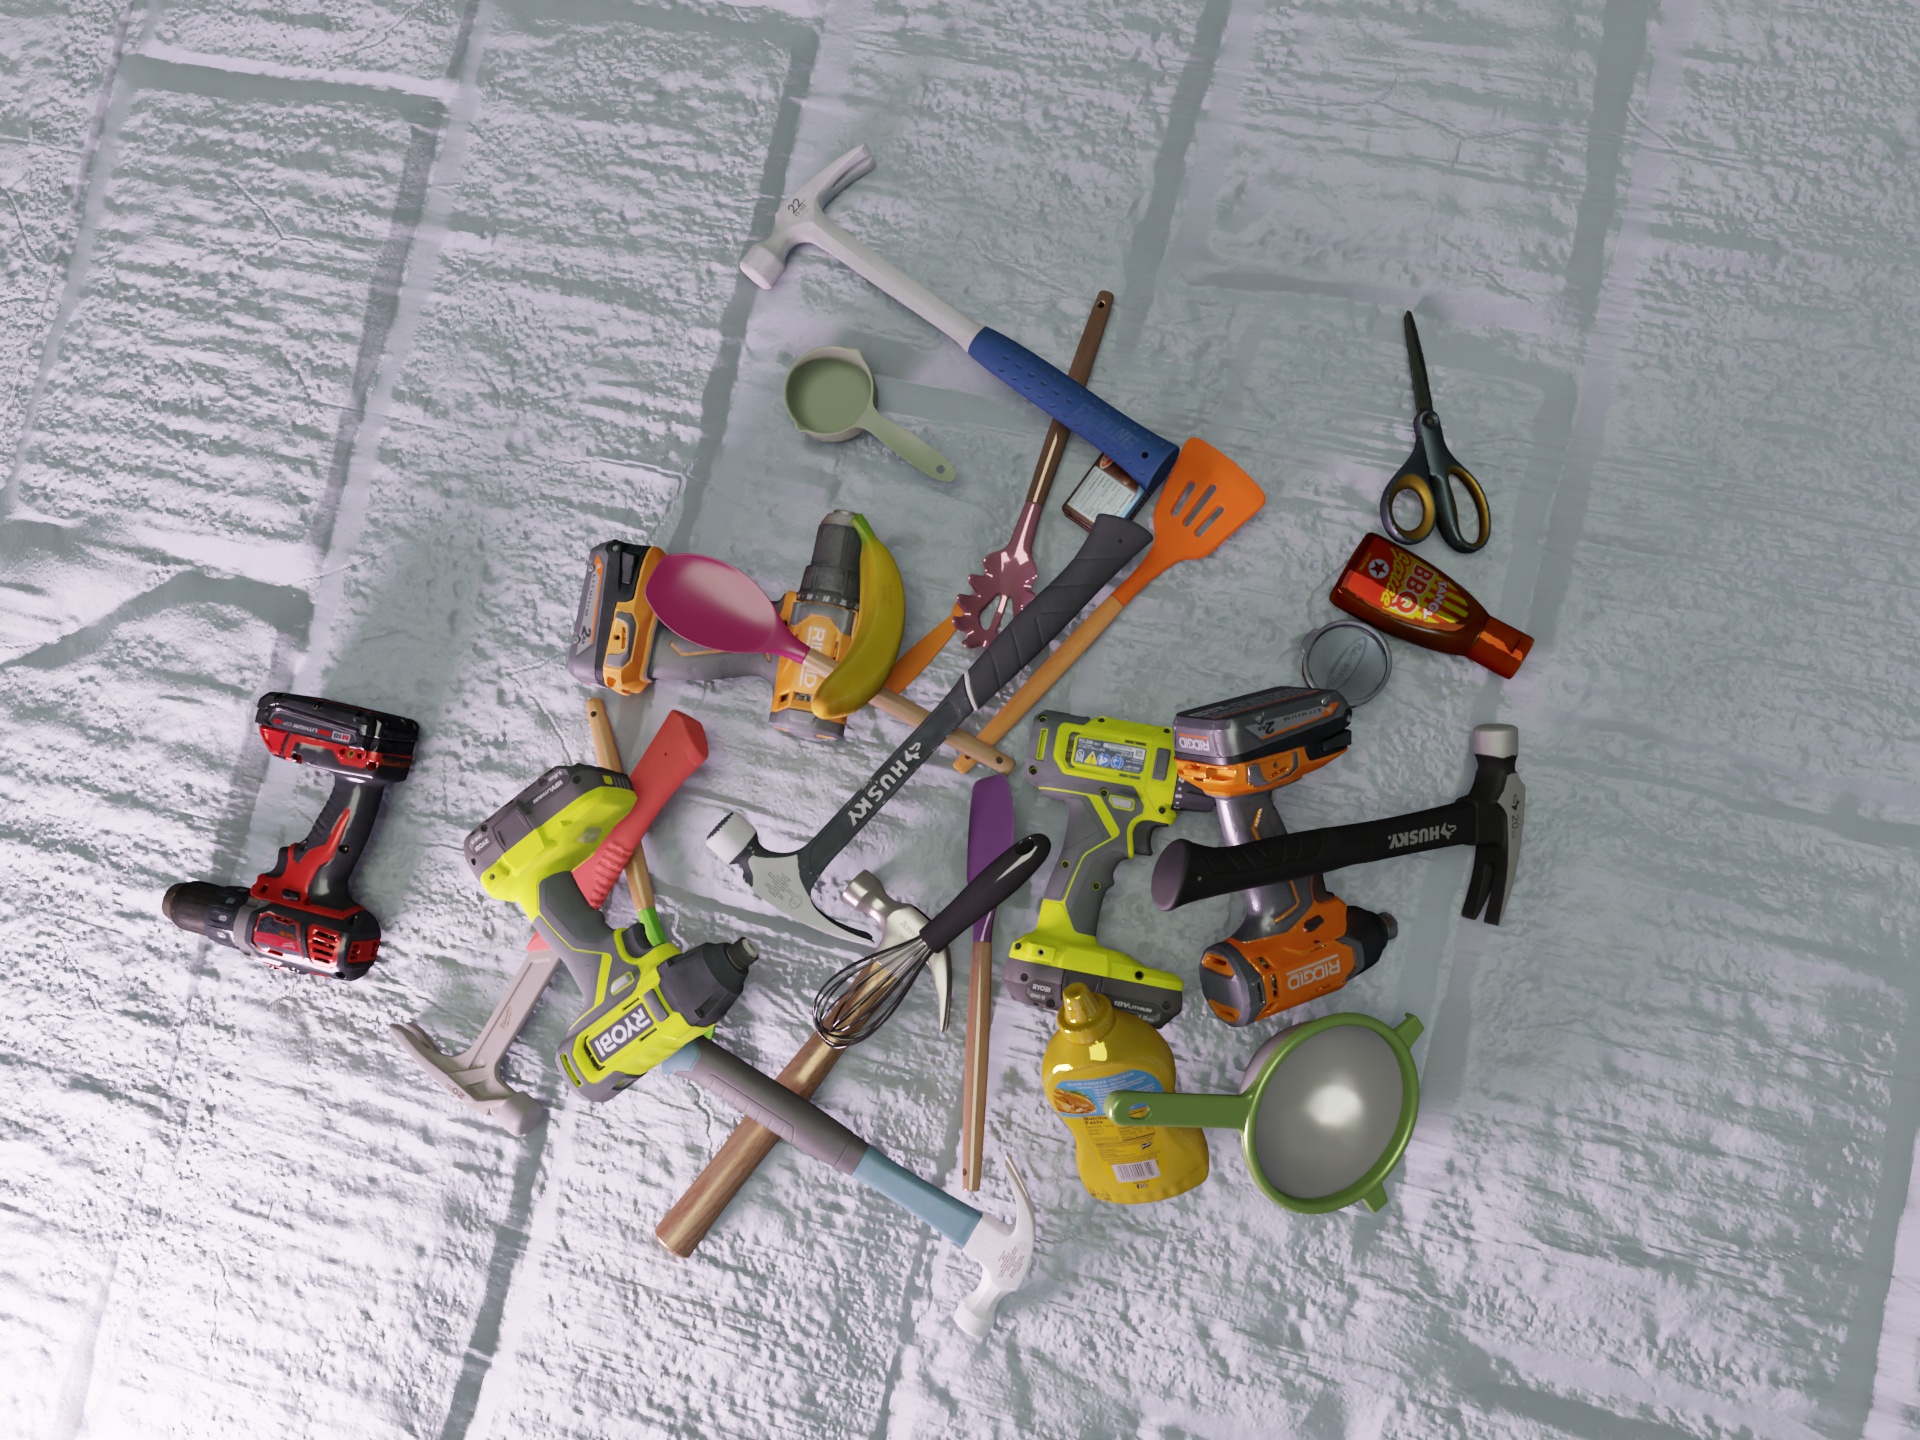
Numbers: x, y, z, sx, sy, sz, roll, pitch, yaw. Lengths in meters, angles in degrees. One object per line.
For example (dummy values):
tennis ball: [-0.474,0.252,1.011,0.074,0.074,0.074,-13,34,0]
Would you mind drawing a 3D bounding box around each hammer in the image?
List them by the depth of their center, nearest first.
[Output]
hammer: [0.271,0.092,1.108,0.334,0.035,0.146,-7,99,-31]
hammer: [-0.089,0.330,1.215,0.331,0.033,0.128,31,94,3]
hammer: [-0.002,-0.004,1.222,0.149,0.036,0.409,44,88,-9]
hammer: [-0.126,0.287,1.256,0.130,0.031,0.331,38,91,12]
hammer: [-0.318,0.146,1.283,0.149,0.036,0.359,32,93,19]
hammer: [0.009,-0.318,1.285,0.406,0.035,0.144,38,90,17]

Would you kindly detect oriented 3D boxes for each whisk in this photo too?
whisk: [-0.023,0.163,1.196,0.239,0.055,0.055,-42,79,12]

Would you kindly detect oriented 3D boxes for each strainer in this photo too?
strainer: [0.208,0.272,1.145,0.256,0.069,0.151,7,97,-23]

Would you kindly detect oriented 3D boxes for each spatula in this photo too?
spatula: [0.017,0.195,1.215,0.060,0.018,0.316,-16,65,52]
spatula: [0.106,-0.079,1.256,0.081,0.041,0.322,44,93,16]

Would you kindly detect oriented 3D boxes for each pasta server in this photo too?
pasta server: [0.067,-0.201,1.278,0.060,0.040,0.316,18,85,11]

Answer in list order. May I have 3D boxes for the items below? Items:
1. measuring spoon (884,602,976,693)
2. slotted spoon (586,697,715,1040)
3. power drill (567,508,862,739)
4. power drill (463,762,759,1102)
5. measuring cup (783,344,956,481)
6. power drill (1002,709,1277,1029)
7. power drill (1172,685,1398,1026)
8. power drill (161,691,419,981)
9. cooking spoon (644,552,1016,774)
measuring spoon: [-0.032,-0.055,1.290,0.117,0.011,0.021,-45,79,2]
slotted spoon: [-0.261,0.129,1.300,0.070,0.031,0.314,-19,79,9]
power drill: [-0.186,-0.092,1.288,0.226,0.084,0.185,10,85,6]
power drill: [-0.263,0.150,1.202,0.171,0.080,0.223,-37,73,11]
measuring cup: [-0.069,-0.241,1.307,0.167,0.038,0.083,36,90,10]
power drill: [0.132,0.114,1.212,0.190,0.080,0.228,10,83,7]
power drill: [0.242,0.093,1.157,0.164,0.084,0.226,-14,100,-26]
power drill: [-0.561,0.093,1.331,0.188,0.080,0.227,12,88,11]
cooking spoon: [-0.098,-0.037,1.238,0.319,0.017,0.069,29,76,-6]
